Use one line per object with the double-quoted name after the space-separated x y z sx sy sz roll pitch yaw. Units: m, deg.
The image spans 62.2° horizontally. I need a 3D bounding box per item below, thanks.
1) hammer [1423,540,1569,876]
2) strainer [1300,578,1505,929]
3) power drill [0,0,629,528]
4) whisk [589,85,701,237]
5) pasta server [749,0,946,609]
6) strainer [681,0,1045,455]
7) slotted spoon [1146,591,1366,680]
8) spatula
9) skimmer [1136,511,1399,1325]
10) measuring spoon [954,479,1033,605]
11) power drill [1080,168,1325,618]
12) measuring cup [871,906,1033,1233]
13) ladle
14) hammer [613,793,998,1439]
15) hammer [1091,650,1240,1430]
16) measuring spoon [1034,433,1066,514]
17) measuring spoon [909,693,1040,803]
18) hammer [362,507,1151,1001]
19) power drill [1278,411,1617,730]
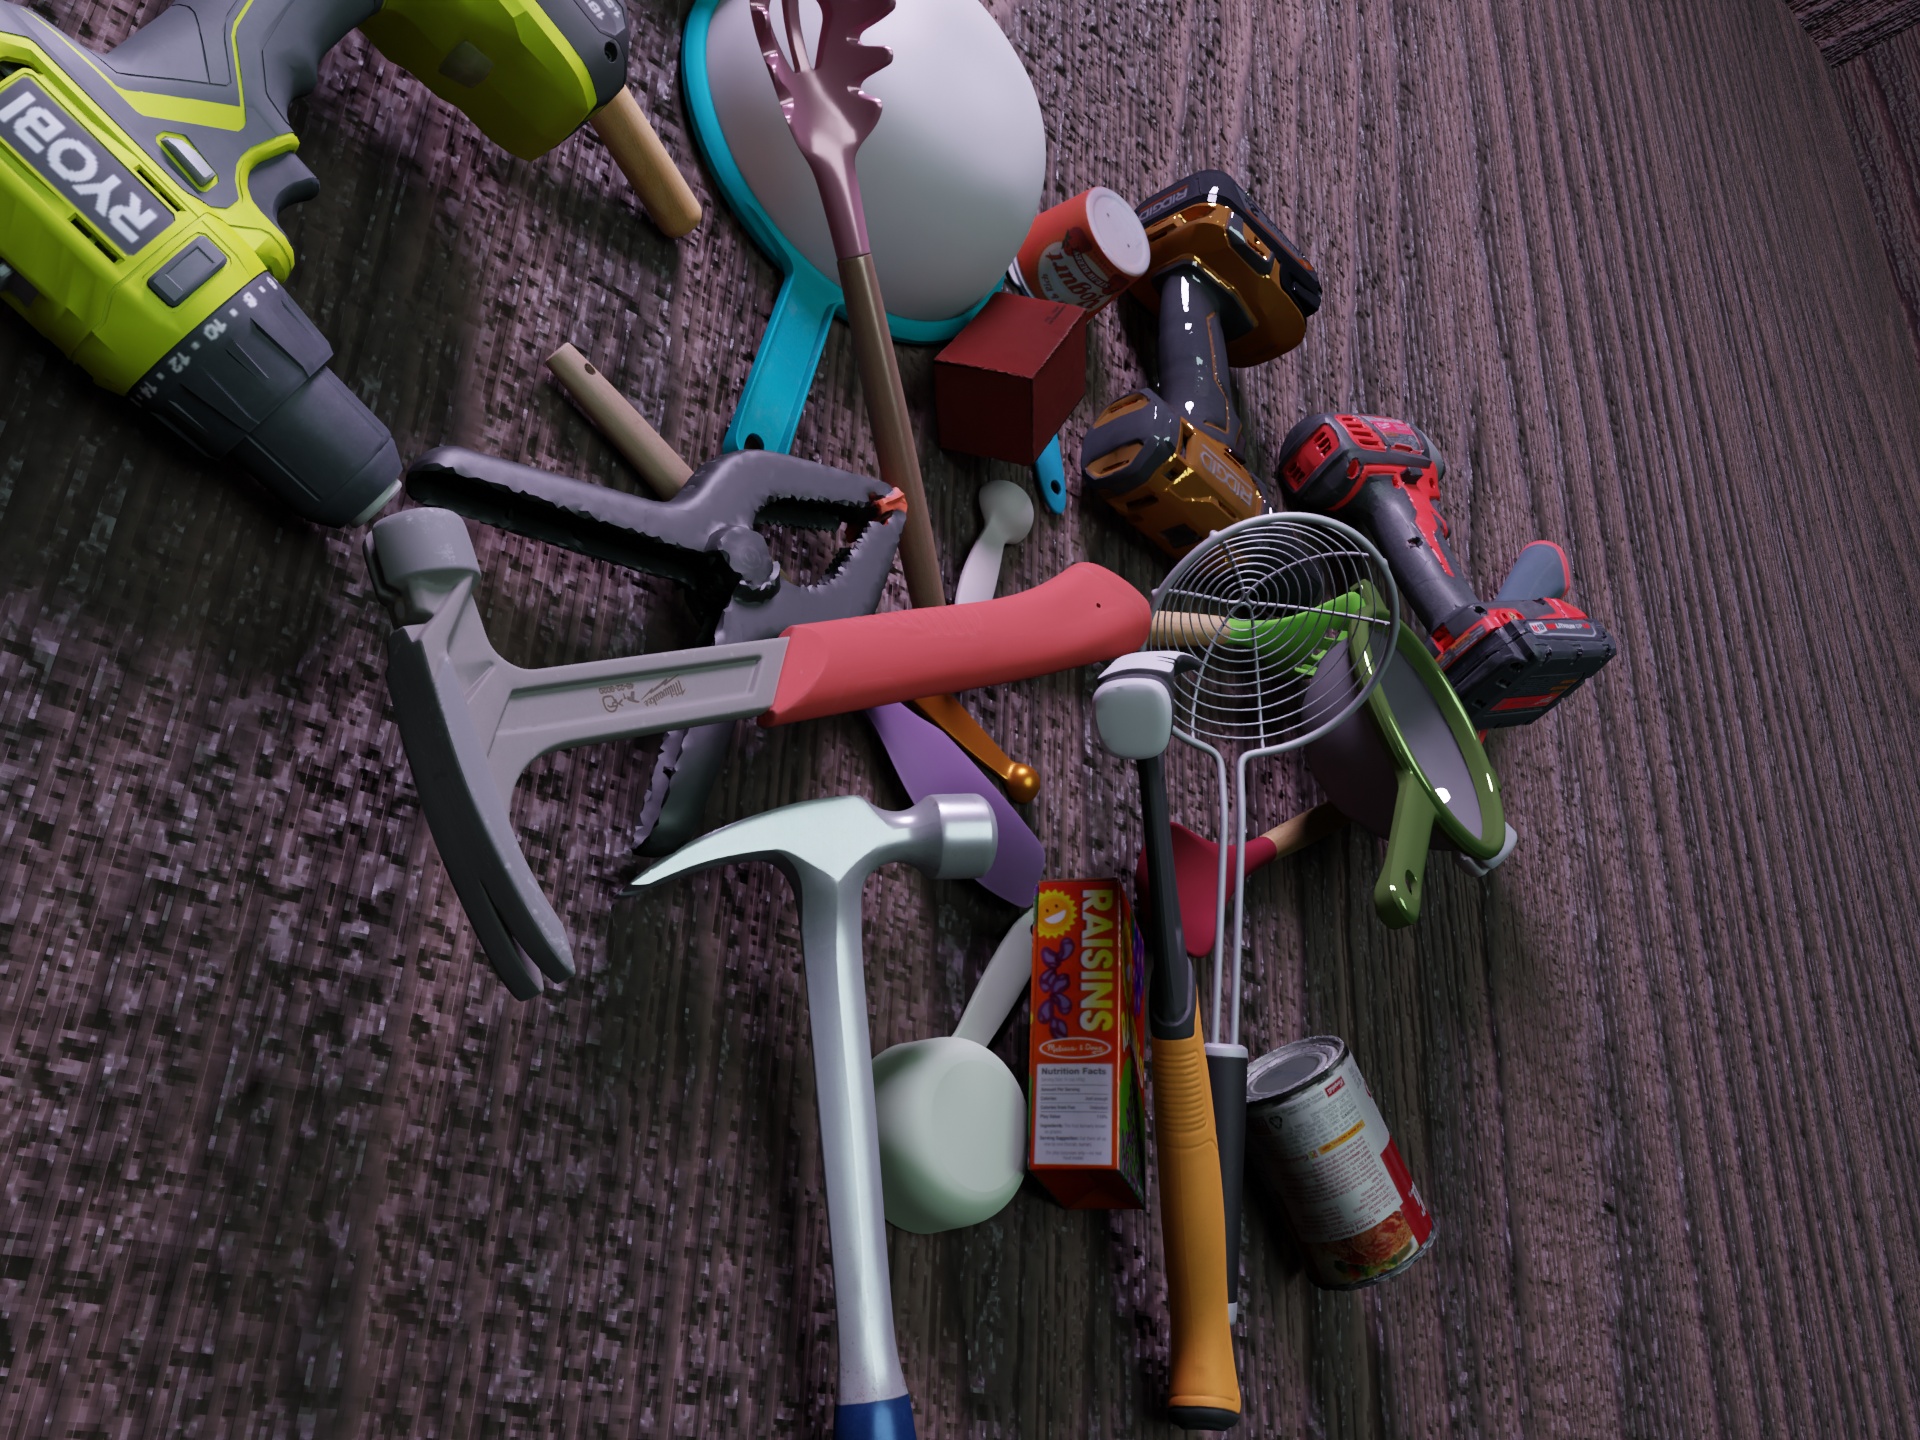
0.348 -0.048 1.081 0.143 0.038 0.386 45 40 0 "hammer"
0.215 0.040 0.826 0.151 0.069 0.256 54 31 -12 "strainer"
-0.217 -0.195 0.537 0.190 0.080 0.229 47 57 -24 "power drill"
-0.174 -0.298 0.630 0.244 0.047 0.051 57 42 -37 "whisk"
-0.036 -0.172 0.683 0.060 0.040 0.316 -22 110 -27 "pasta server"
-0.037 -0.250 0.749 0.210 0.095 0.341 36 49 -30 "strainer"
0.122 -0.047 0.856 0.313 0.070 0.031 0 46 -39 "slotted spoon"
-0.063 -0.034 0.682 0.315 0.018 0.060 49 34 -19 "spatula"
0.134 0.090 0.725 0.127 0.090 0.363 7 79 -14 "skimmer"
0.018 -0.080 0.769 0.034 0.018 0.124 47 34 -23 "measuring spoon"
0.158 -0.182 0.930 0.185 0.084 0.226 33 56 -36 "power drill"
0.014 0.136 0.667 0.083 0.038 0.168 49 47 -18 "measuring cup"
0.182 0.064 0.881 0.315 0.031 0.069 -16 89 -50 "ladle"
-0.038 0.227 0.557 0.144 0.035 0.406 -1 76 -22 "hammer"
0.092 0.138 0.677 0.127 0.034 0.337 -36 121 -74 "hammer"
0.049 -0.171 0.854 0.042 0.021 0.129 12 63 -42 "measuring spoon"
-0.001 -0.002 0.735 0.116 0.011 0.021 44 46 -22 "measuring spoon"
-0.038 -0.012 0.596 0.359 0.036 0.149 -11 77 -49 "hammer"
0.306 -0.104 1.010 0.143 0.078 0.220 -4 56 -42 "power drill"
